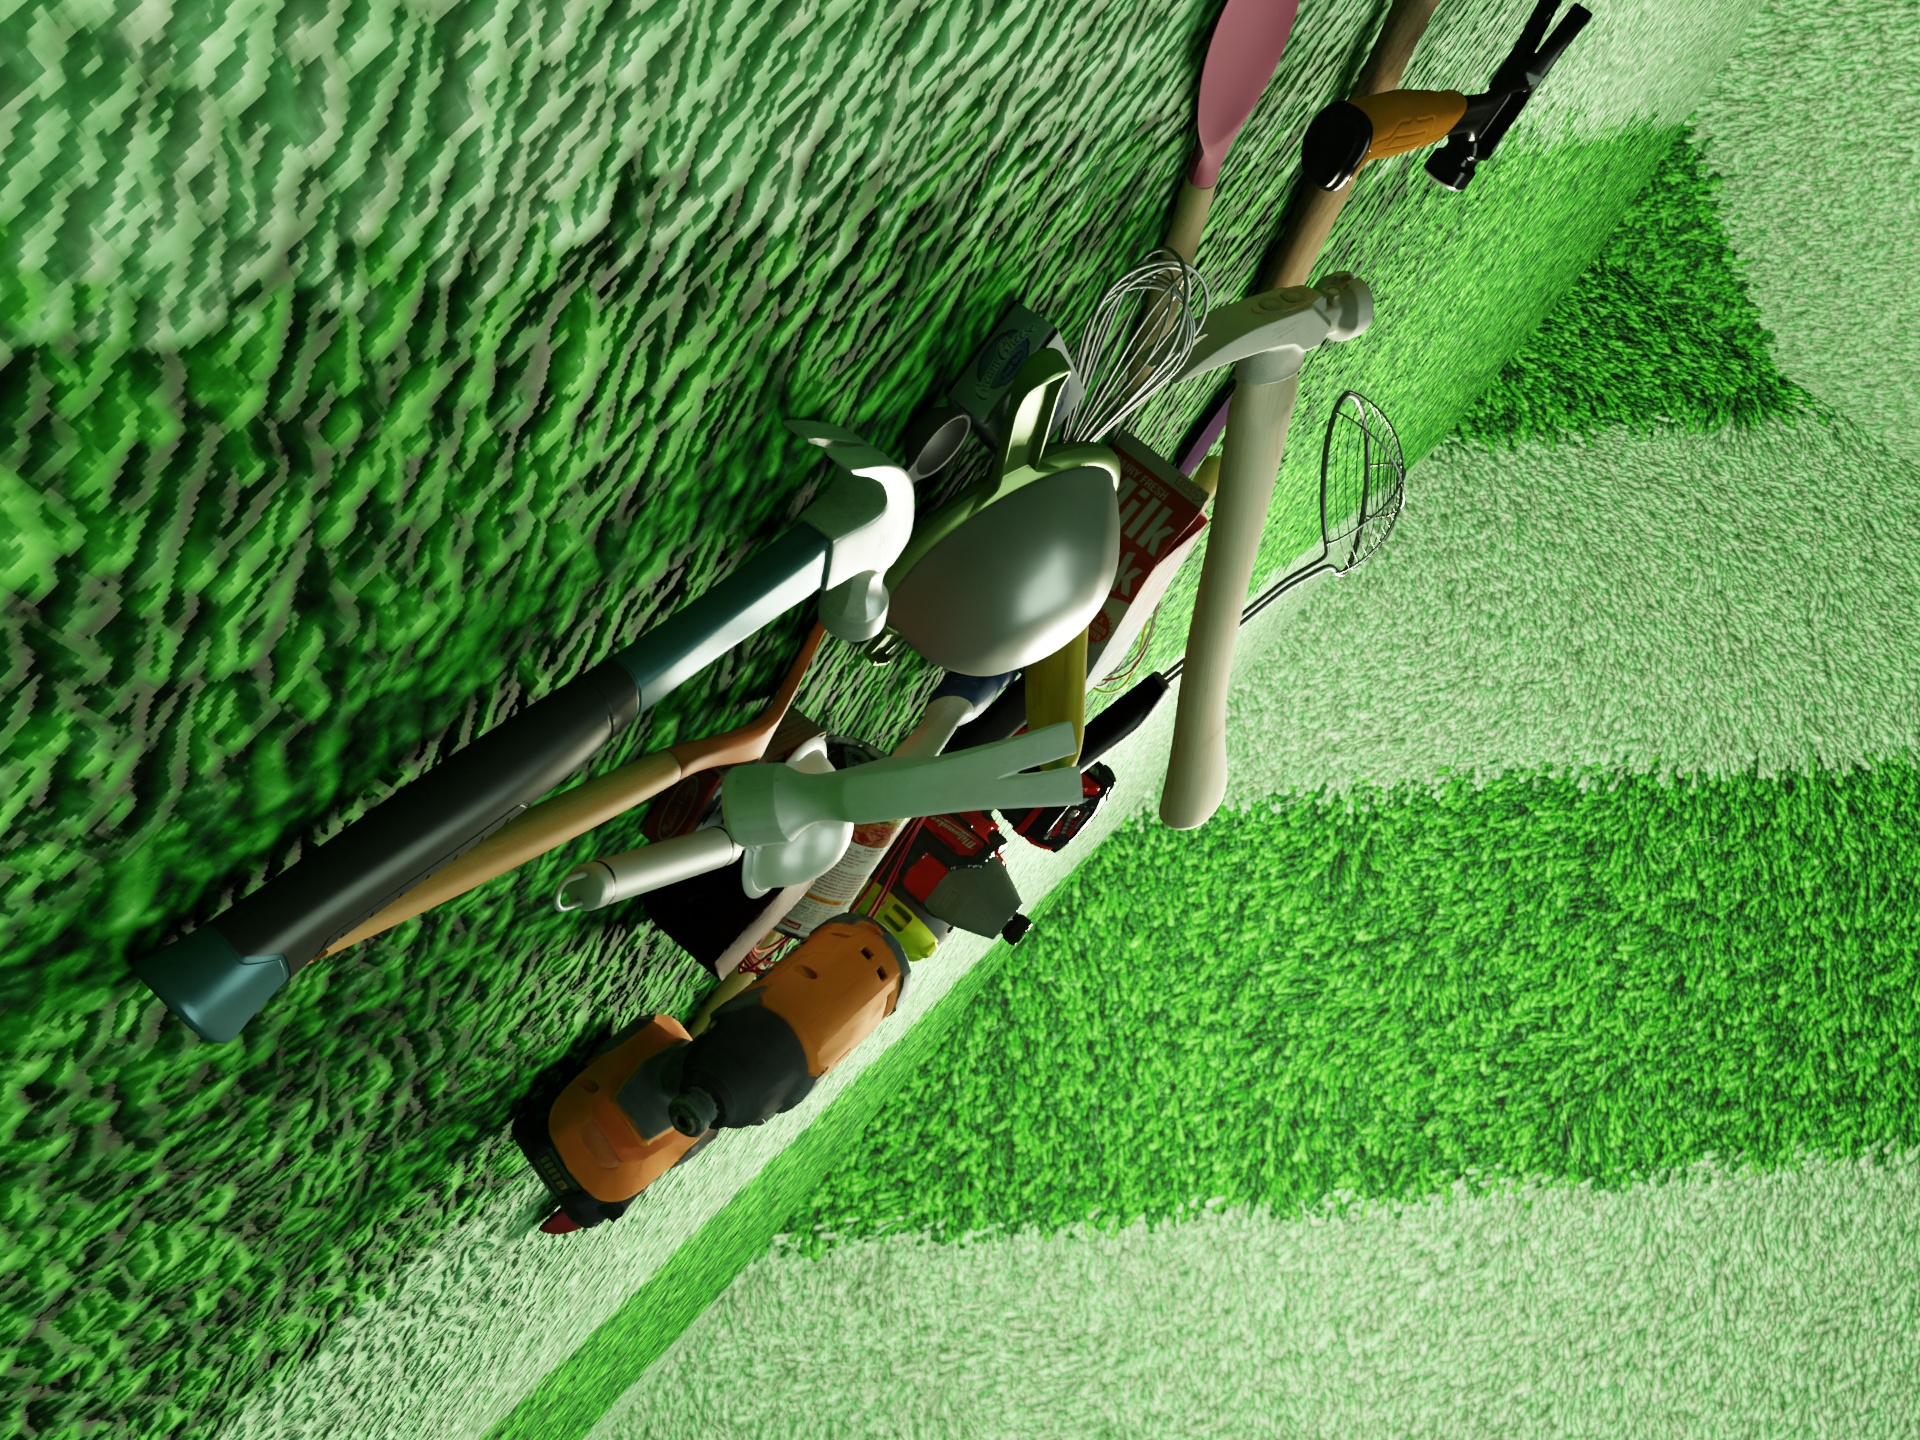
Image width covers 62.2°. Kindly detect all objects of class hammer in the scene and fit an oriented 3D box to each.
[{"bbox_3d":[-0.129,-0.003,0.556,0.331,0.033,0.128,-41,160,-35],"label":"hammer"},{"bbox_3d":[-0.001,-0.003,0.826,0.405,0.144,0.035,-53,136,-78],"label":"hammer"},{"bbox_3d":[0.265,-0.340,0.880,0.337,0.034,0.127,-36,163,-52],"label":"hammer"},{"bbox_3d":[0.226,-0.337,0.907,0.130,0.031,0.331,-45,168,-25],"label":"hammer"},{"bbox_3d":[0.157,-0.076,0.999,0.146,0.038,0.410,-24,139,-25],"label":"hammer"}]

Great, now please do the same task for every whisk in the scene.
[{"bbox_3d":[0.150,-0.114,1.215,0.245,0.047,0.051,-58,179,-29],"label":"whisk"},{"bbox_3d":[-0.032,0.057,1.015,0.296,0.073,0.073,-44,167,-13],"label":"whisk"},{"bbox_3d":[0.057,-0.145,0.839,0.057,0.059,0.246,2,142,-28],"label":"whisk"}]

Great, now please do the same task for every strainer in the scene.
[{"bbox_3d":[0.036,-0.084,0.750,0.151,0.069,0.256,-29,167,-13],"label":"strainer"},{"bbox_3d":[-0.104,0.058,0.725,0.258,0.050,0.087,-13,124,-66],"label":"strainer"}]

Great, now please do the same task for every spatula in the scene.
[{"bbox_3d":[-0.141,0.021,0.639,0.322,0.041,0.081,-30,157,-51],"label":"spatula"},{"bbox_3d":[0.132,-0.140,1.197,0.316,0.018,0.060,-54,173,12],"label":"spatula"}]

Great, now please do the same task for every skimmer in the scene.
[{"bbox_3d":[0.171,-0.082,1.112,0.363,0.090,0.127,-39,144,0],"label":"skimmer"}]

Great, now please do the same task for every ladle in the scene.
[{"bbox_3d":[-0.199,0.243,1.108,0.315,0.031,0.069,-55,177,11],"label":"ladle"}]

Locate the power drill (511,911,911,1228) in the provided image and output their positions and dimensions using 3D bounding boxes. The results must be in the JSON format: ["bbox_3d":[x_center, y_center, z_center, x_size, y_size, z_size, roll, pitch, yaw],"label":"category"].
[{"bbox_3d":[-0.145,0.196,0.858,0.226,0.084,0.164,-34,-179,37],"label":"power drill"}]

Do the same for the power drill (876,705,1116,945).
[{"bbox_3d":[0.022,0.072,1.136,0.078,0.143,0.220,-54,171,30],"label":"power drill"}]

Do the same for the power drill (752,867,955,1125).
[{"bbox_3d":[-0.104,0.206,1.197,0.223,0.080,0.171,-47,180,-16],"label":"power drill"}]

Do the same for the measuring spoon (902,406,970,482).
[{"bbox_3d":[-0.046,-0.093,0.678,0.124,0.018,0.034,-42,166,-8],"label":"measuring spoon"}]

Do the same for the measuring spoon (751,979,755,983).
[{"bbox_3d":[-0.185,0.232,1.142,0.128,0.021,0.042,-48,-178,8],"label":"measuring spoon"}]

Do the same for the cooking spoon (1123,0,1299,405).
[{"bbox_3d":[0.112,-0.248,0.777,0.069,0.017,0.318,-45,167,-19],"label":"cooking spoon"}]
